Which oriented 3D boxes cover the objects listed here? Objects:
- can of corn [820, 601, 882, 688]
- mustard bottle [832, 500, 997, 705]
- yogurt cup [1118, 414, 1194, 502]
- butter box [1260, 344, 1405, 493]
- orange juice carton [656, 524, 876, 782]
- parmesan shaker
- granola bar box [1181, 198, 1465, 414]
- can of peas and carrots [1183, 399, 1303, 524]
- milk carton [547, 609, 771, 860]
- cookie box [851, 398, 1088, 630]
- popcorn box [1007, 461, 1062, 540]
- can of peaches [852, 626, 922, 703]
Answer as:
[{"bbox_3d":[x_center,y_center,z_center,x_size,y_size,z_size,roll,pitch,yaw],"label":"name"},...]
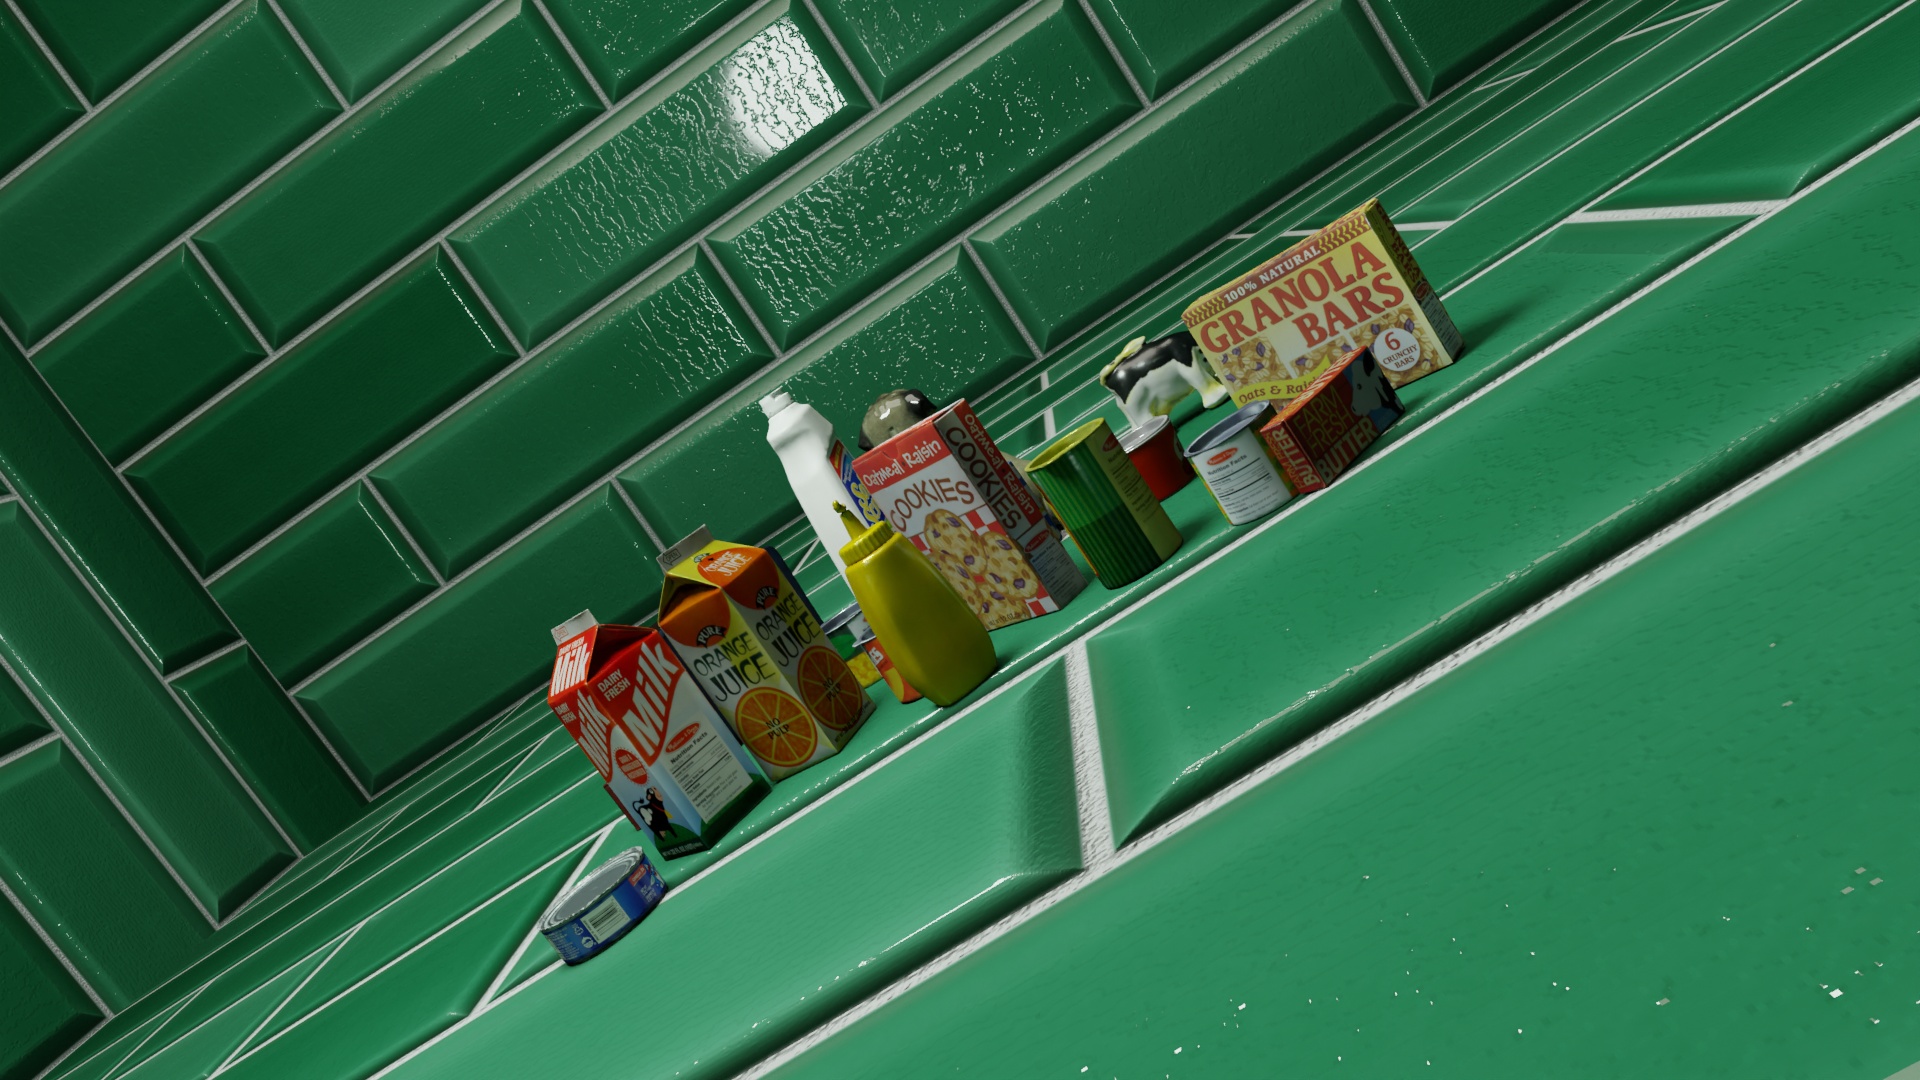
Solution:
[{"bbox_3d":[-0.085,0.088,1.187,0.071,0.058,0.071,-33,8,6],"label":"can of corn"},{"bbox_3d":[-0.040,0.036,0.957,0.065,0.160,0.048,-37,8,-20],"label":"mustard bottle"},{"bbox_3d":[0.156,-0.063,1.140,0.072,0.054,0.072,-33,8,6],"label":"yogurt cup"},{"bbox_3d":[0.243,-0.079,0.903,0.104,0.053,0.024,-39,9,-30],"label":"butter box"},{"bbox_3d":[-0.156,0.078,1.050,0.073,0.192,0.072,-29,9,31],"label":"orange juice carton"},{"bbox_3d":[0.099,-0.024,0.968,0.071,0.103,0.071,-33,8,6],"label":"parmesan shaker"},{"bbox_3d":[0.262,-0.155,1.017,0.165,0.124,0.039,-26,11,44],"label":"granola bar box"},{"bbox_3d":[0.193,-0.053,0.926,0.071,0.058,0.071,-33,8,6],"label":"can of peas and carrots"},{"bbox_3d":[-0.234,0.136,1.027,0.072,0.190,0.074,-25,12,47],"label":"milk carton"},{"bbox_3d":[0.004,-0.013,1.048,0.040,0.167,0.122,-40,10,-34],"label":"cookie box"},{"bbox_3d":[0.024,-0.002,1.191,0.038,0.085,0.127,-26,11,45],"label":"popcorn box"},{"bbox_3d":[-0.036,0.081,1.039,0.071,0.058,0.071,-33,8,6],"label":"can of peaches"}]
